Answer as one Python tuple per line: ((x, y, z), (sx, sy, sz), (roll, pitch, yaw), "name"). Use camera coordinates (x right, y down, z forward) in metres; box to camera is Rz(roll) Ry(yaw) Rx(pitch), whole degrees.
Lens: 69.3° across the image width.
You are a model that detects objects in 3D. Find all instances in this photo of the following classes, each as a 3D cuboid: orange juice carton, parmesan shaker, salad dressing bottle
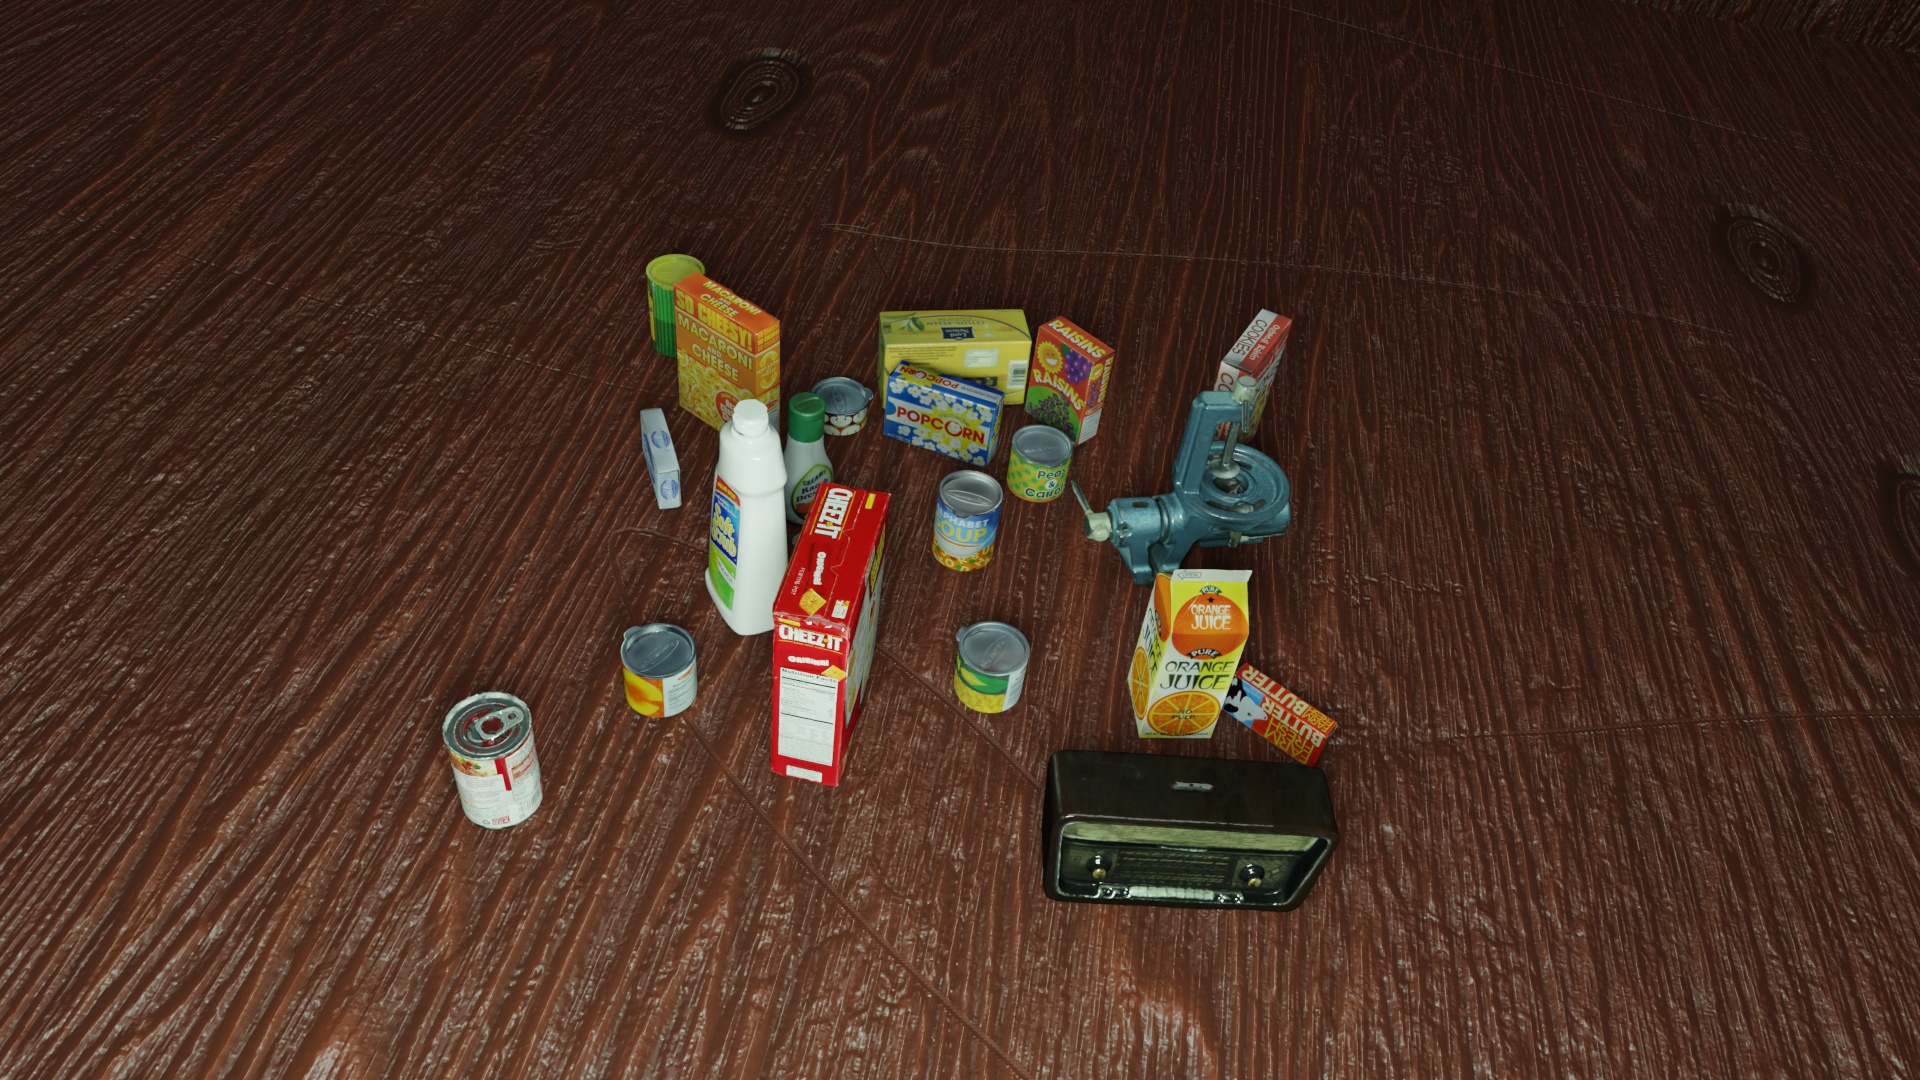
((0.207, 0.093, 1.256), (0.072, 0.191, 0.073), (1, 44, -7), "orange juice carton")
((-0.330, -0.270, 1.615), (0.071, 0.102, 0.072), (4, 44, -4), "parmesan shaker")
((-0.159, -0.083, 1.416), (0.064, 0.146, 0.044), (-27, 54, -31), "salad dressing bottle")

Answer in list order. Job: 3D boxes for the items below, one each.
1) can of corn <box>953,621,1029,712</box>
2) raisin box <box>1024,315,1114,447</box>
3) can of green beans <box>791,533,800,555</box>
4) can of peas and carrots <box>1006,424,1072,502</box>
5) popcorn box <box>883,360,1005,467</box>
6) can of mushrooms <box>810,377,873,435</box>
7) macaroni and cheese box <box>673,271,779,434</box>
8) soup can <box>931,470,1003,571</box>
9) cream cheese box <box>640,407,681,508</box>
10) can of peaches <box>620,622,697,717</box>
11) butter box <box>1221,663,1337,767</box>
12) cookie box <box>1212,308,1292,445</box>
((0.026, 0.118, 1.300), (0.071, 0.058, 0.071), (4, 44, -4), "can of corn")
((0.123, -0.180, 1.574), (0.040, 0.122, 0.086), (-30, 56, -33), "raisin box")
((-0.133, 0.032, 1.365), (0.071, 0.057, 0.071), (4, 44, -4), "can of green beans")
((0.087, -0.082, 1.514), (0.071, 0.058, 0.071), (4, 44, -4), "can of peas and carrots")
((-0.018, -0.140, 1.539), (0.127, 0.084, 0.038), (19, 45, 11), "popcorn box")
((-0.135, -0.151, 1.571), (0.071, 0.033, 0.071), (4, 44, -4), "can of mushrooms")
((-0.251, -0.191, 1.499), (0.124, 0.165, 0.040), (32, 49, 23), "macaroni and cheese box")
((0.005, -0.018, 1.418), (0.071, 0.083, 0.072), (4, 44, -4), "soup can")
((-0.316, -0.087, 1.464), (0.024, 0.053, 0.104), (-10, 47, -17), "cream cheese box")
((-0.274, 0.117, 1.258), (0.071, 0.057, 0.071), (4, 44, -4), "can of peaches")
((0.297, 0.164, 1.296), (0.104, 0.052, 0.024), (34, 50, 25), "butter box")
((0.312, -0.157, 1.545), (0.040, 0.166, 0.123), (25, 47, 17), "cookie box")
